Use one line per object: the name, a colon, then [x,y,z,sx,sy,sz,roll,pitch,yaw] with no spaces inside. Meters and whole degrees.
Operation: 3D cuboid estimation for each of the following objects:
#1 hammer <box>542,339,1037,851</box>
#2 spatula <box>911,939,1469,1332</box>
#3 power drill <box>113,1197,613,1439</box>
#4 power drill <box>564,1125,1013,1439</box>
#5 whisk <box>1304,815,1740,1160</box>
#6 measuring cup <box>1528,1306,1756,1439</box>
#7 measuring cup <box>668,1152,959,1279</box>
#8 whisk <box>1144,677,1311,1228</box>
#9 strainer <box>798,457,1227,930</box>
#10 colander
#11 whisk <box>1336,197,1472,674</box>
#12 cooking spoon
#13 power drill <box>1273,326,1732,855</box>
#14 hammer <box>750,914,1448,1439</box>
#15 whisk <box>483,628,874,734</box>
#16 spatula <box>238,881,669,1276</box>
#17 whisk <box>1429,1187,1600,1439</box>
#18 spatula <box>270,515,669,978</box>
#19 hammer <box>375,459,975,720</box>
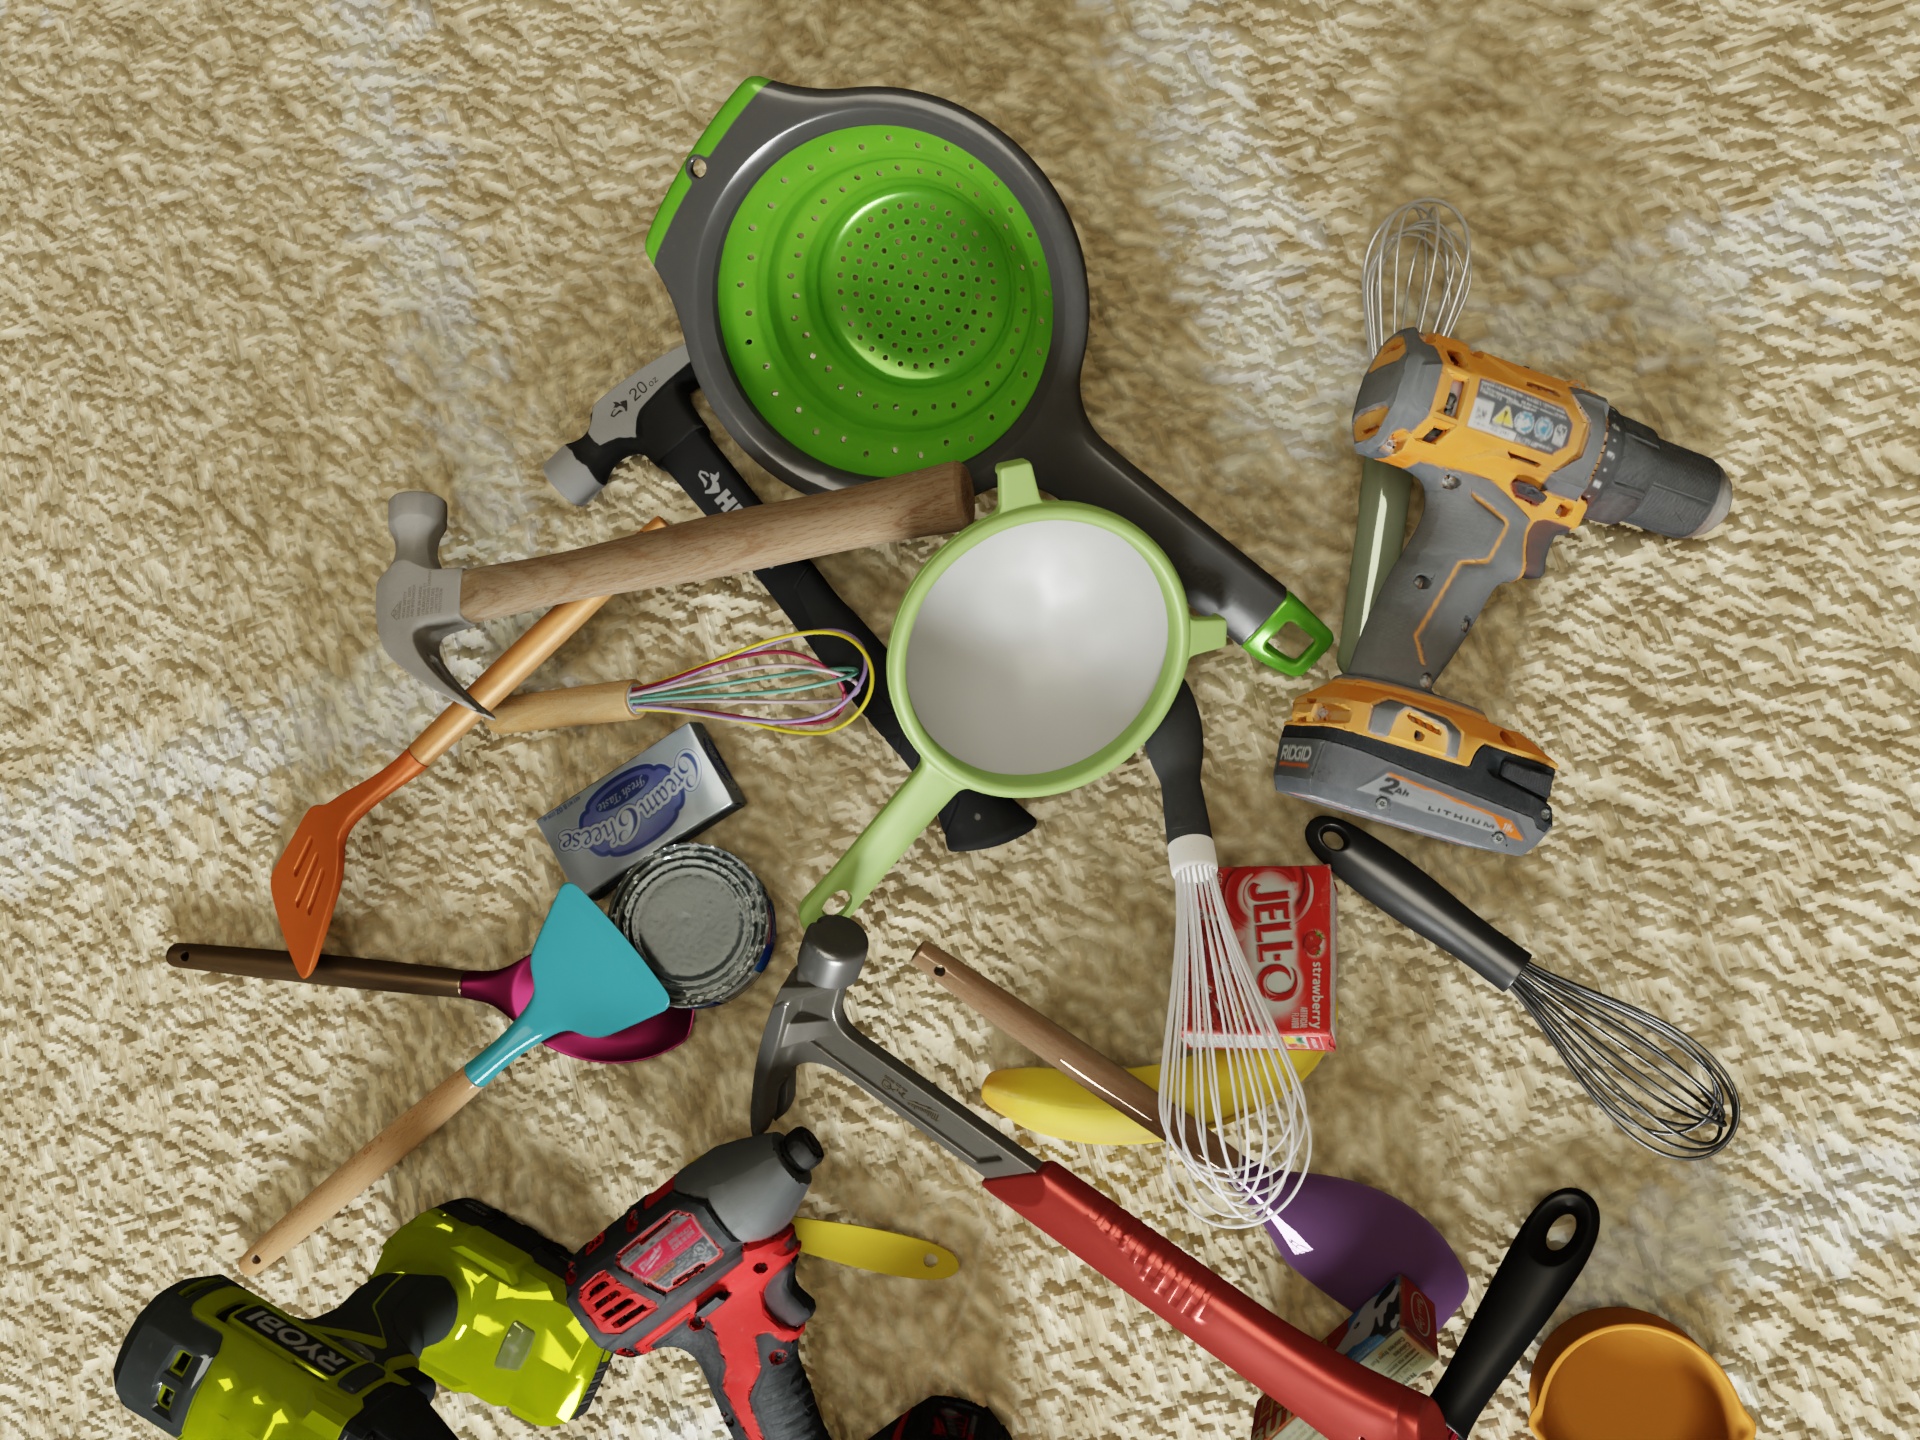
hammer: [-0.075,-0.065,0.853,0.146,0.035,0.335,-41,78,5]
spatula: [0.110,0.196,0.759,0.316,0.018,0.060,34,98,-4]
power drill: [-0.257,0.307,0.754,0.171,0.223,0.080,24,90,13]
power drill: [-0.077,0.312,0.779,0.143,0.078,0.220,-39,86,5]
whisk: [0.264,0.123,0.764,0.239,0.055,0.055,38,92,17]
measuring cup: [0.309,0.357,0.726,0.095,0.052,0.174,-4,85,11]
measuring cup: [-0.077,0.264,0.829,0.156,0.029,0.062,13,93,1]
whisk: [0.115,0.093,0.746,0.070,0.070,0.285,-10,57,10]
strainer: [-0.001,-0.003,0.789,0.151,0.069,0.256,34,102,-27]
colander: [0.032,-0.165,0.820,0.397,0.094,0.204,38,115,-5]
whisk: [0.217,-0.142,0.801,0.059,0.057,0.246,8,89,43]
cooking spoon: [-0.298,0.144,0.885,0.319,0.017,0.069,4,87,11]
power drill: [0.258,-0.053,0.754,0.185,0.084,0.226,16,88,-10]
hammer: [0.054,0.238,0.739,0.359,0.037,0.149,32,128,18]
whisk: [-0.154,-0.010,0.838,0.245,0.051,0.047,-6,114,26]
spatula: [-0.284,0.207,0.851,0.317,0.044,0.082,-40,89,11]
whisk: [0.206,0.334,0.717,0.073,0.073,0.296,36,74,12]
spatula: [-0.272,0.006,0.868,0.322,0.041,0.081,-42,53,5]
hammer: [-0.153,-0.081,0.813,0.331,0.031,0.130,-9,71,16]
